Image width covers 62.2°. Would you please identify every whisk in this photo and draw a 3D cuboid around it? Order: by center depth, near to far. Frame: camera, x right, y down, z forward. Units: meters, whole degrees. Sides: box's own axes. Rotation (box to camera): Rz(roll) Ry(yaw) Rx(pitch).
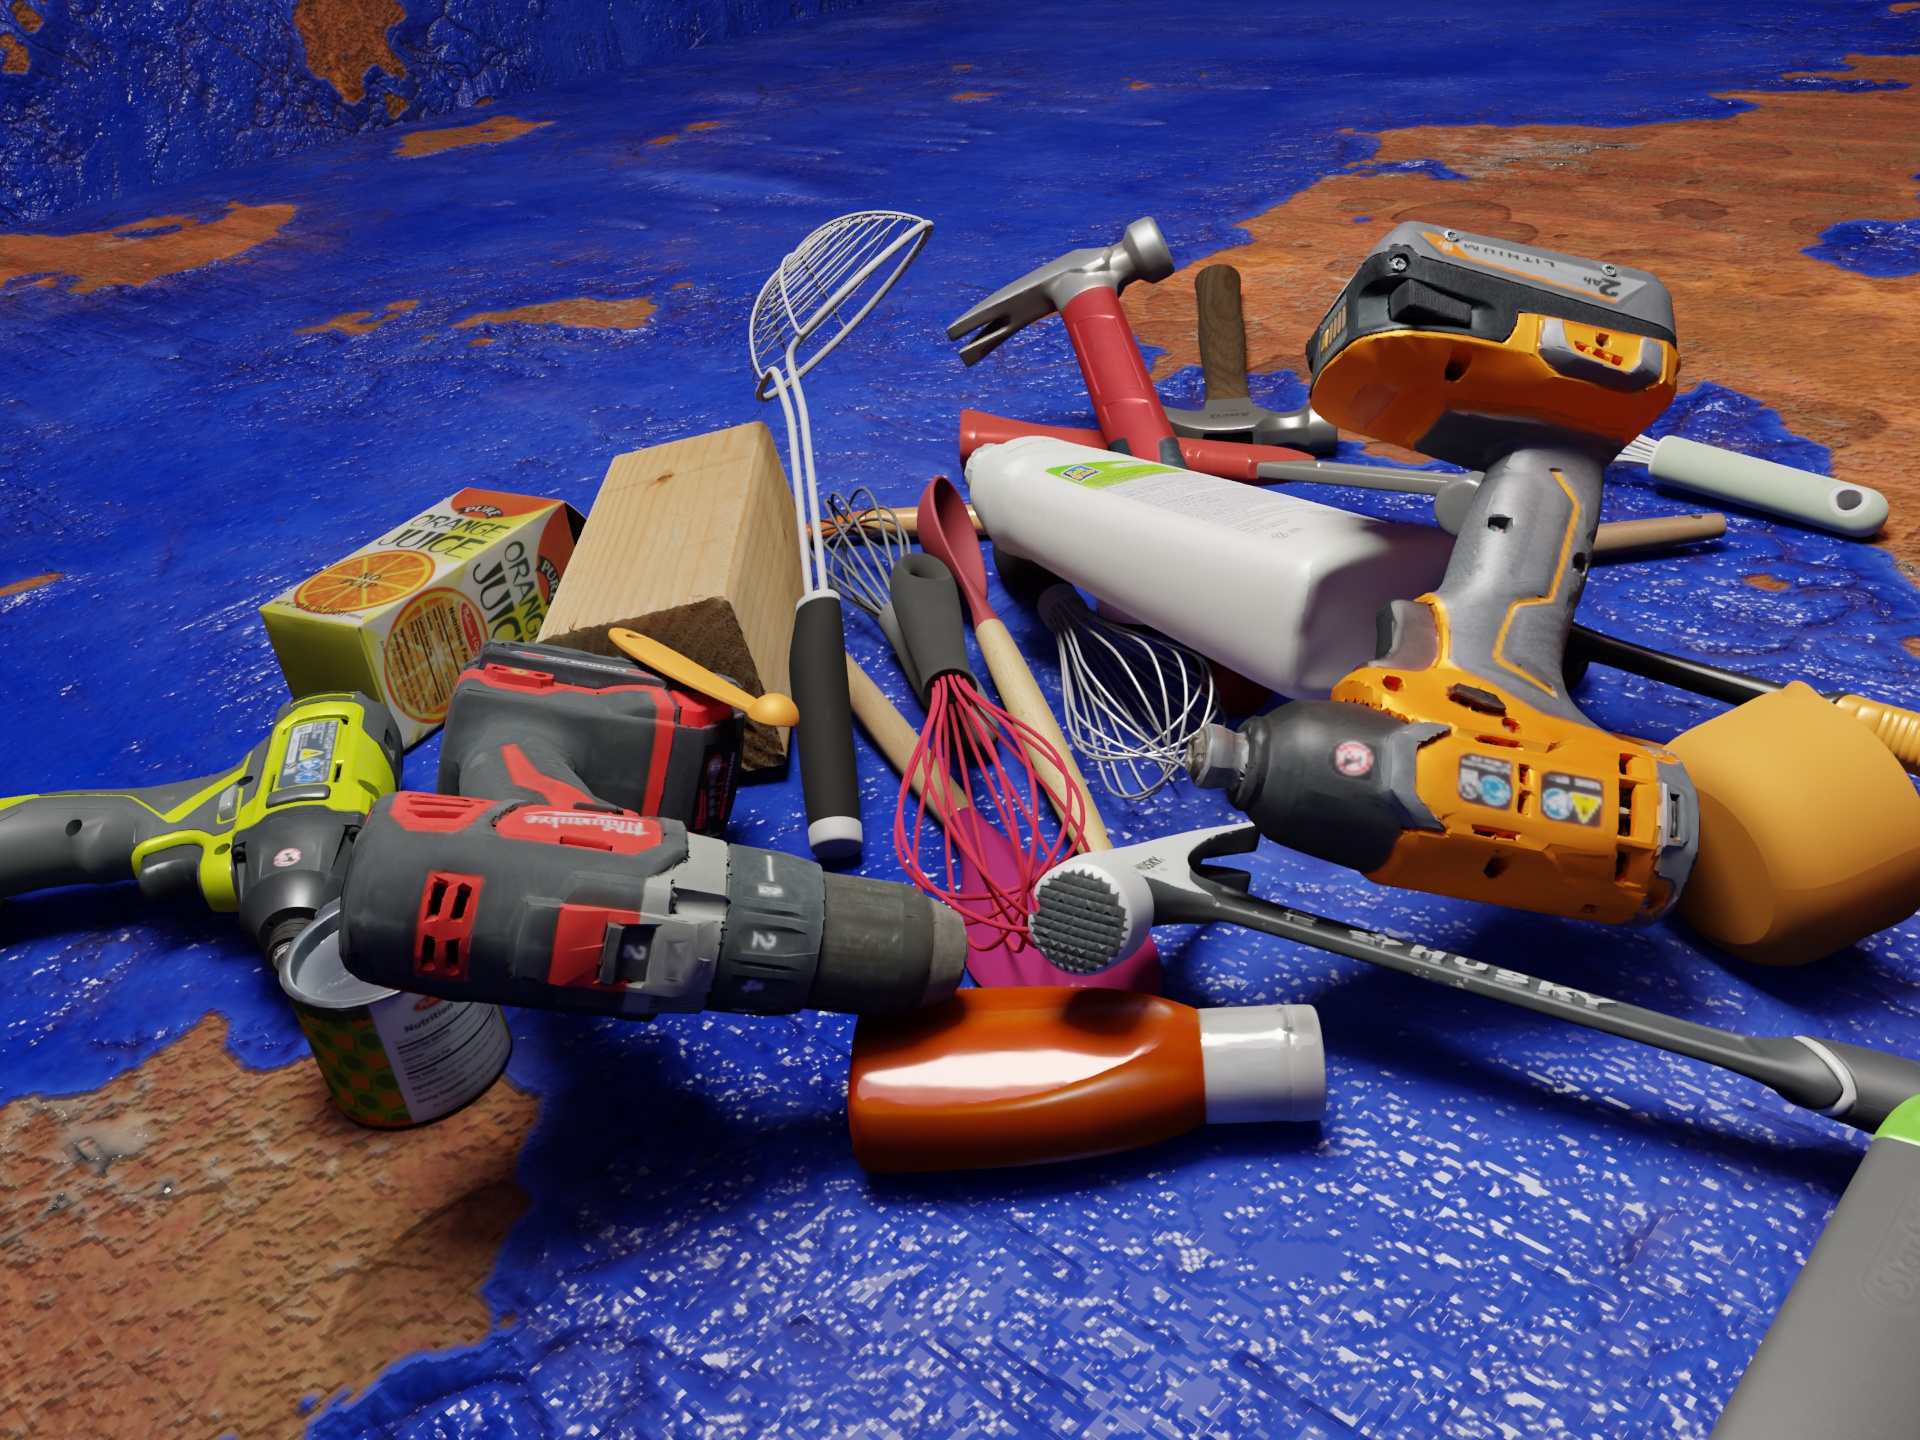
[{"bbox_3d":[-0.001,-0.002,0.653,0.073,0.073,0.296,-10,31,-4],"label":"whisk"},{"bbox_3d":[0.058,-0.040,0.754,0.070,0.070,0.285,-12,27,-8],"label":"whisk"},{"bbox_3d":[-0.028,-0.053,0.797,0.055,0.055,0.239,-16,37,-13],"label":"whisk"},{"bbox_3d":[0.373,-0.144,0.864,0.247,0.059,0.058,28,82,38],"label":"whisk"}]

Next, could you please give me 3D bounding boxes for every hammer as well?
[{"bbox_3d":[0.231,0.099,0.474,0.409,0.036,0.149,15,10,23],"label":"hammer"},{"bbox_3d":[0.354,0.008,0.581,0.337,0.034,0.127,22,0,32],"label":"hammer"},{"bbox_3d":[0.084,-0.139,0.850,0.143,0.038,0.387,-25,43,13],"label":"hammer"},{"bbox_3d":[0.154,-0.149,0.908,0.359,0.036,0.149,12,22,34],"label":"hammer"},{"bbox_3d":[0.178,-0.253,1.091,0.130,0.031,0.332,-2,31,8],"label":"hammer"}]

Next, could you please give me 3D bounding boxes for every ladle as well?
[{"bbox_3d":[0.022,-0.028,0.742,0.031,0.069,0.316,-29,36,5],"label":"ladle"}]

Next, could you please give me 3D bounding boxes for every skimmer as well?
[{"bbox_3d":[-0.047,-0.099,0.758,0.090,0.127,0.364,14,55,-33],"label":"skimmer"}]

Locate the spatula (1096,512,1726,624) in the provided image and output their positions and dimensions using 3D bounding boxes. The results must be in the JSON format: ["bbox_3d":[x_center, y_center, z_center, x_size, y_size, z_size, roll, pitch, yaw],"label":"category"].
[{"bbox_3d":[0.227,-0.078,0.807,0.316,0.018,0.060,-7,32,3],"label":"spatula"}]

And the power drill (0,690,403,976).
[{"bbox_3d":[-0.349,0.062,0.652,0.223,0.080,0.171,-10,31,-10],"label":"power drill"}]

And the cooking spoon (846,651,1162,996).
[{"bbox_3d":[-0.009,0.031,0.682,0.068,0.017,0.319,-17,33,-18],"label":"cooking spoon"}]

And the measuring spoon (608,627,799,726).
[{"bbox_3d":[-0.104,-0.021,0.634,0.117,0.011,0.021,26,19,39],"label":"measuring spoon"}]

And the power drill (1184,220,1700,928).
[{"bbox_3d":[0.165,-0.051,0.548,0.164,0.084,0.227,10,72,-6],"label":"power drill"}]

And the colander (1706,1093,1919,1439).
[{"bbox_3d":[0.129,0.208,0.297,0.205,0.094,0.397,22,38,38],"label":"colander"}]

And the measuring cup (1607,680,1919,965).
[{"bbox_3d":[0.260,0.032,0.579,0.052,0.095,0.174,-22,16,-14],"label":"measuring cup"}]

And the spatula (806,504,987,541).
[{"bbox_3d":[-0.030,-0.123,0.915,0.322,0.041,0.081,-1,16,8],"label":"spatula"}]

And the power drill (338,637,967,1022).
[{"bbox_3d":[-0.106,0.042,0.564,0.187,0.080,0.227,9,12,-15],"label":"power drill"}]
